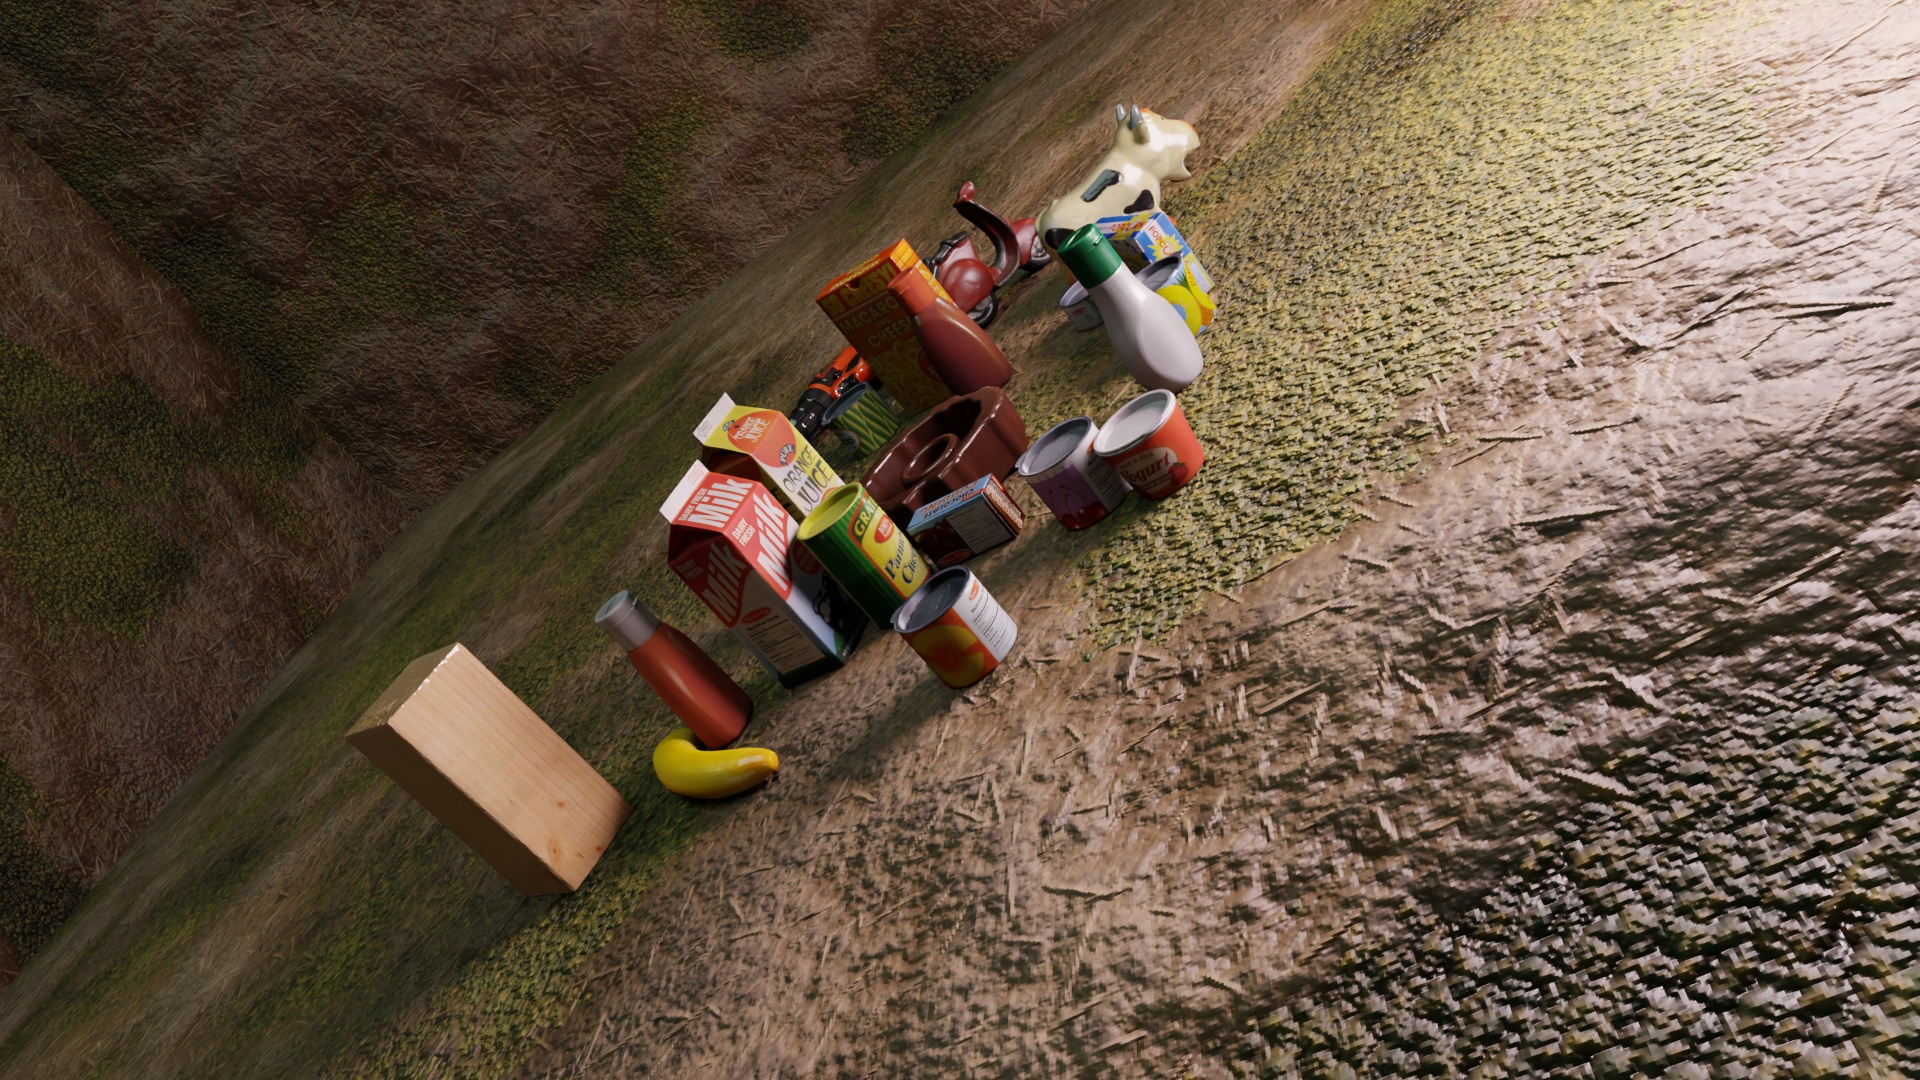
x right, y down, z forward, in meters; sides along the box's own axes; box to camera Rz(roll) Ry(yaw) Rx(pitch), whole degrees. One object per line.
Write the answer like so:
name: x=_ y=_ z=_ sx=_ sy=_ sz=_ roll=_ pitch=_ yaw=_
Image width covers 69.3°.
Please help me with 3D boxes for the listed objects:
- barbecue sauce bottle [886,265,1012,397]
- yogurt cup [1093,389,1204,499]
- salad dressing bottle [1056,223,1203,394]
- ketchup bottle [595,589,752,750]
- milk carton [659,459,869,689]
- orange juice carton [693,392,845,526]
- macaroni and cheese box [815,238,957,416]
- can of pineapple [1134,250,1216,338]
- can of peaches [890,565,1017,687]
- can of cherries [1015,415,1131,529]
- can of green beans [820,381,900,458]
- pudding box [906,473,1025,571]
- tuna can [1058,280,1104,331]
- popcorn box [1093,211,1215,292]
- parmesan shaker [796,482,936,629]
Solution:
barbecue sauce bottle: x=-0.015 y=-0.207 z=1.393 sx=0.064 sy=0.148 sz=0.044 roll=-32 pitch=22 yaw=22
yogurt cup: x=0.137 y=-0.066 z=0.989 sx=0.072 sy=0.054 sz=0.073 roll=-34 pitch=22 yaw=16
salad dressing bottle: x=0.133 y=-0.182 z=1.095 sx=0.044 sy=0.147 sz=0.064 roll=-12 pitch=34 yaw=51
ketchup bottle: x=-0.236 y=0.104 z=1.146 sx=0.043 sy=0.148 sz=0.065 roll=-33 pitch=22 yaw=19
milk carton: x=-0.165 y=0.024 z=1.128 sx=0.073 sy=0.190 sz=0.073 roll=-25 pitch=25 yaw=35
orange juice carton: x=-0.164 y=-0.045 z=1.261 sx=0.073 sy=0.192 sz=0.072 roll=-25 pitch=25 yaw=35
macaroni and cheese box: x=-0.056 y=-0.221 z=1.467 sx=0.123 sy=0.166 sz=0.040 roll=-20 pitch=29 yaw=42
can of pineapple: x=0.178 y=-0.202 z=1.186 sx=0.071 sy=0.057 sz=0.071 roll=-34 pitch=22 yaw=16
can of peaches: x=-0.005 y=0.061 z=0.967 sx=0.071 sy=0.058 sz=0.071 roll=-34 pitch=22 yaw=16
can of cherries: x=0.085 y=-0.050 z=1.037 sx=0.071 sy=0.058 sz=0.072 roll=-34 pitch=22 yaw=16
can of green beans: x=-0.109 y=-0.132 z=1.531 sx=0.071 sy=0.057 sz=0.071 roll=-34 pitch=22 yaw=16
pudding box: x=0.004 y=-0.014 z=1.114 sx=0.083 sy=0.049 sz=0.030 roll=-26 pitch=25 yaw=33
tuna can: x=0.134 y=-0.241 z=1.371 sx=0.071 sy=0.032 sz=0.071 roll=-34 pitch=22 yaw=16
popcorn box: x=0.167 y=-0.254 z=1.270 sx=0.038 sy=0.085 sz=0.127 roll=-43 pitch=21 yaw=-8
parmesan shaker: x=-0.073 y=0.011 z=1.120 sx=0.071 sy=0.103 sz=0.071 roll=-34 pitch=22 yaw=16
